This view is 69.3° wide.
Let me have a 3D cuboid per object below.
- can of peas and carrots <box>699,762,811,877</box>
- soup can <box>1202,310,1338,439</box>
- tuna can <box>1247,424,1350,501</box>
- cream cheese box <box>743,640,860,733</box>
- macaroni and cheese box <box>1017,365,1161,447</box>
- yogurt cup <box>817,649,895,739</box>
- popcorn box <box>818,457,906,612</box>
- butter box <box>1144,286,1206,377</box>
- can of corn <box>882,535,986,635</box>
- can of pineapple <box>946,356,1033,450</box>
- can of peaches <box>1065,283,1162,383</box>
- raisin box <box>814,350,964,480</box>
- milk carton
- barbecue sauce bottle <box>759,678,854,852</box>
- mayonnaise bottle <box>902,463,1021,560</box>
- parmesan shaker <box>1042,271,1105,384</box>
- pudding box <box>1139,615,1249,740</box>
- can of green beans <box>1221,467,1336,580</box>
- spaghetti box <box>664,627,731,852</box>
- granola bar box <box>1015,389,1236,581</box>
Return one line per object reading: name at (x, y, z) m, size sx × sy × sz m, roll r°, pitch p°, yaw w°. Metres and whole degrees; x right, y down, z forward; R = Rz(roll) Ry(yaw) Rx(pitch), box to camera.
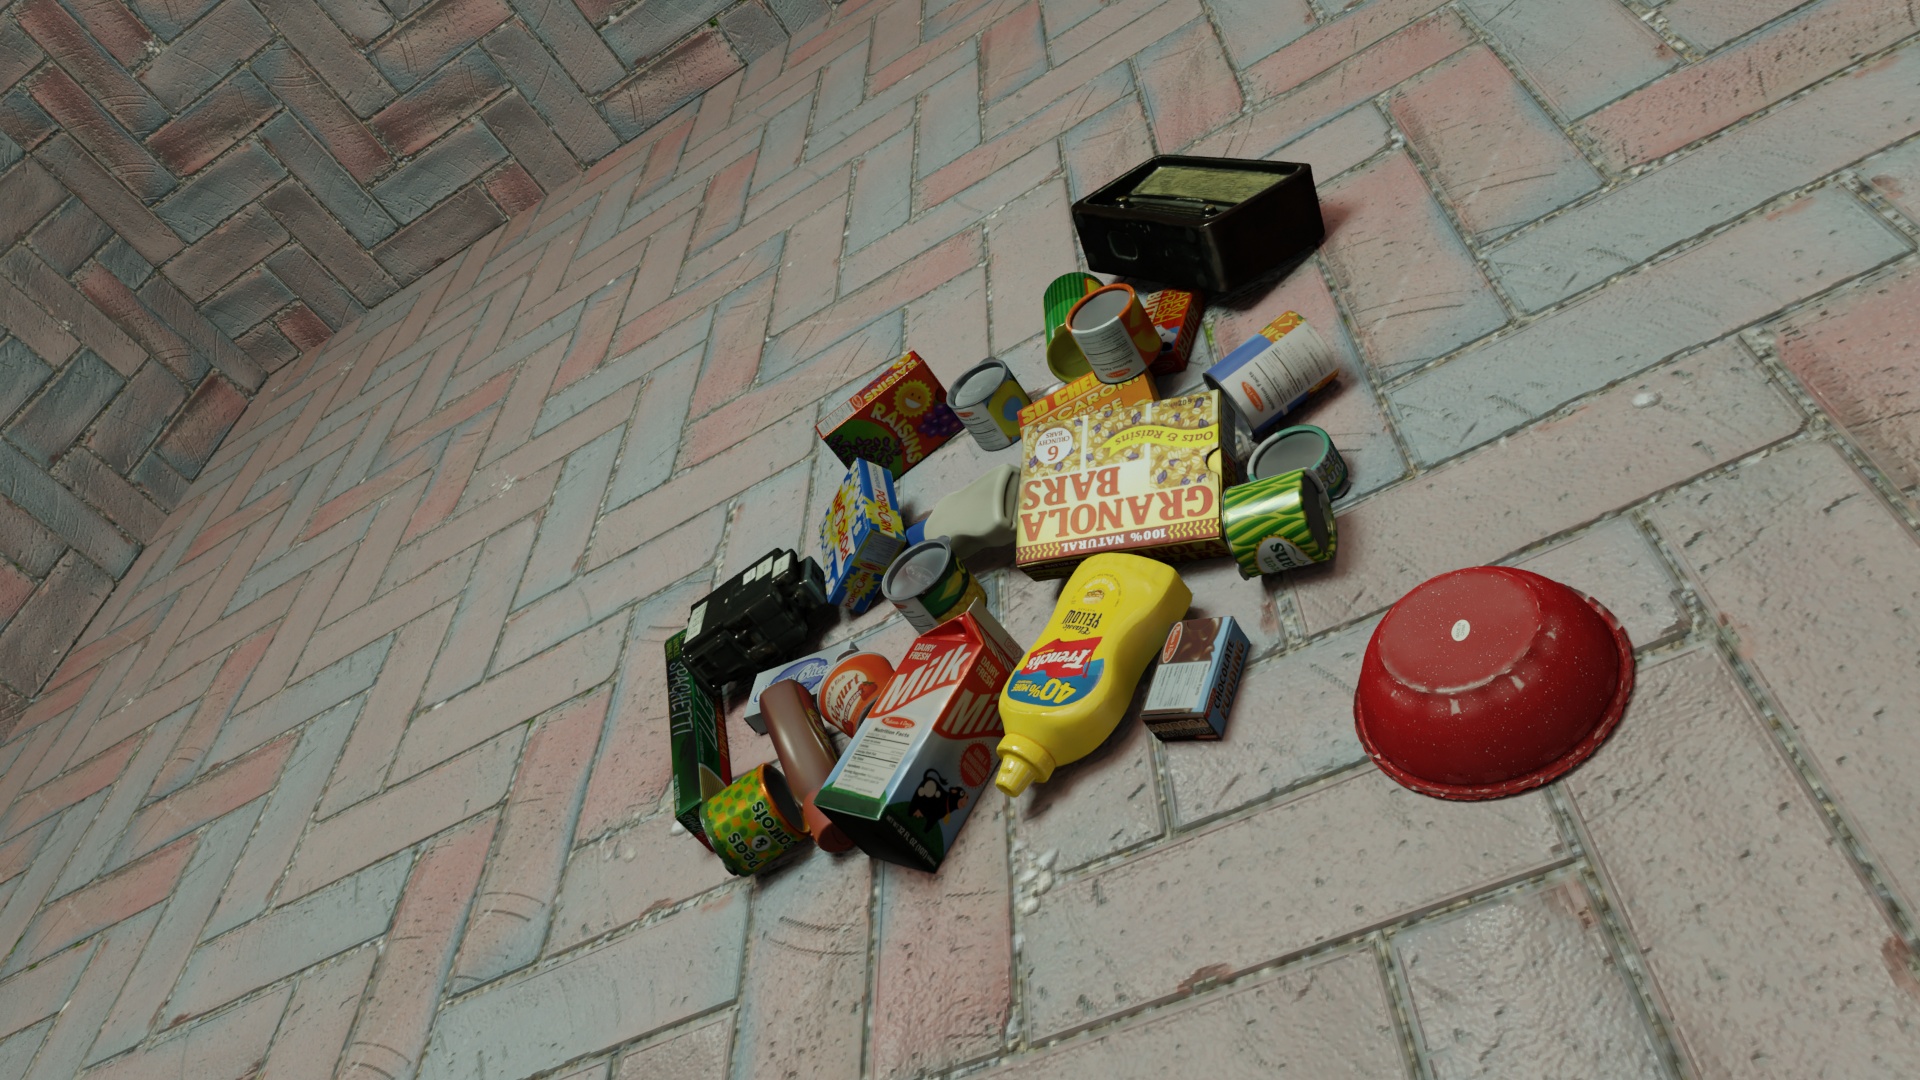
can of peas and carrots at (-0.154, 0.212, 1.050) m, size 0.058 × 0.070 × 0.071 m, roll -35°, pitch 32°, yaw 5°
soup can at (0.242, -0.130, 1.091) m, size 0.084 × 0.071 × 0.071 m, roll -37°, pitch 32°, yaw 1°
tuna can at (0.248, -0.051, 1.016) m, size 0.071 × 0.032 × 0.071 m, roll -26°, pitch 34°, yaw 19°
cream cheese box at (-0.132, 0.125, 1.178) m, size 0.103 × 0.024 × 0.054 m, roll -21°, pitch 35°, yaw 24°
macaroni and cheese box at (0.116, -0.079, 1.174) m, size 0.123 × 0.040 × 0.167 m, roll -27°, pitch 34°, yaw 15°
yogurt cup at (-0.070, 0.127, 1.078) m, size 0.072 × 0.072 × 0.054 m, roll -44°, pitch 40°, yaw -8°
popcorn box at (-0.091, -0.006, 1.255) m, size 0.085 × 0.038 × 0.127 m, roll -58°, pitch 24°, yaw 25°
butter box at (0.186, -0.190, 1.258) m, size 0.053 × 0.024 × 0.104 m, roll -11°, pitch 41°, yaw 36°
can of corn at (-0.019, 0.040, 1.140) m, size 0.071 × 0.058 × 0.071 m, roll -26°, pitch 34°, yaw 19°
can of pineapple at (0.031, -0.128, 1.302) m, size 0.071 × 0.057 × 0.071 m, roll -25°, pitch 34°, yaw 19°
can of peaches at (0.131, -0.180, 1.191) m, size 0.071 × 0.058 × 0.071 m, roll -24°, pitch 35°, yaw 18°
raisin box at (-0.067, -0.114, 1.354) m, size 0.123 × 0.086 × 0.040 m, roll -38°, pitch 30°, yaw 1°
milk carton at (-0.015, 0.136, 1.005) m, size 0.073 × 0.072 × 0.191 m, roll 1°, pitch 50°, yaw 46°
barbecue sauce bottle at (-0.114, 0.174, 1.066) m, size 0.044 × 0.064 × 0.149 m, roll -27°, pitch 41°, yaw -5°
mayonnaise bottle at (0.004, -0.015, 1.168) m, size 0.147 × 0.041 × 0.065 m, roll -25°, pitch 47°, yaw 52°
parmesan shaker at (0.110, -0.202, 1.304) m, size 0.071 × 0.071 × 0.103 m, roll -26°, pitch 34°, yaw 19°
pudding box at (0.158, 0.092, 0.928) m, size 0.049 × 0.030 × 0.084 m, roll -10°, pitch 41°, yaw 39°
can of green beans at (0.221, -0.012, 0.962) m, size 0.057 × 0.071 × 0.071 m, roll -15°, pitch 39°, yaw 31°
spaghetti box at (-0.227, 0.164, 1.197) m, size 0.028 × 0.050 × 0.251 m, roll -32°, pitch 32°, yaw 6°
granola bar box at (0.126, -0.040, 1.062) m, size 0.165 × 0.039 × 0.124 m, roll -9°, pitch 62°, yaw 27°
